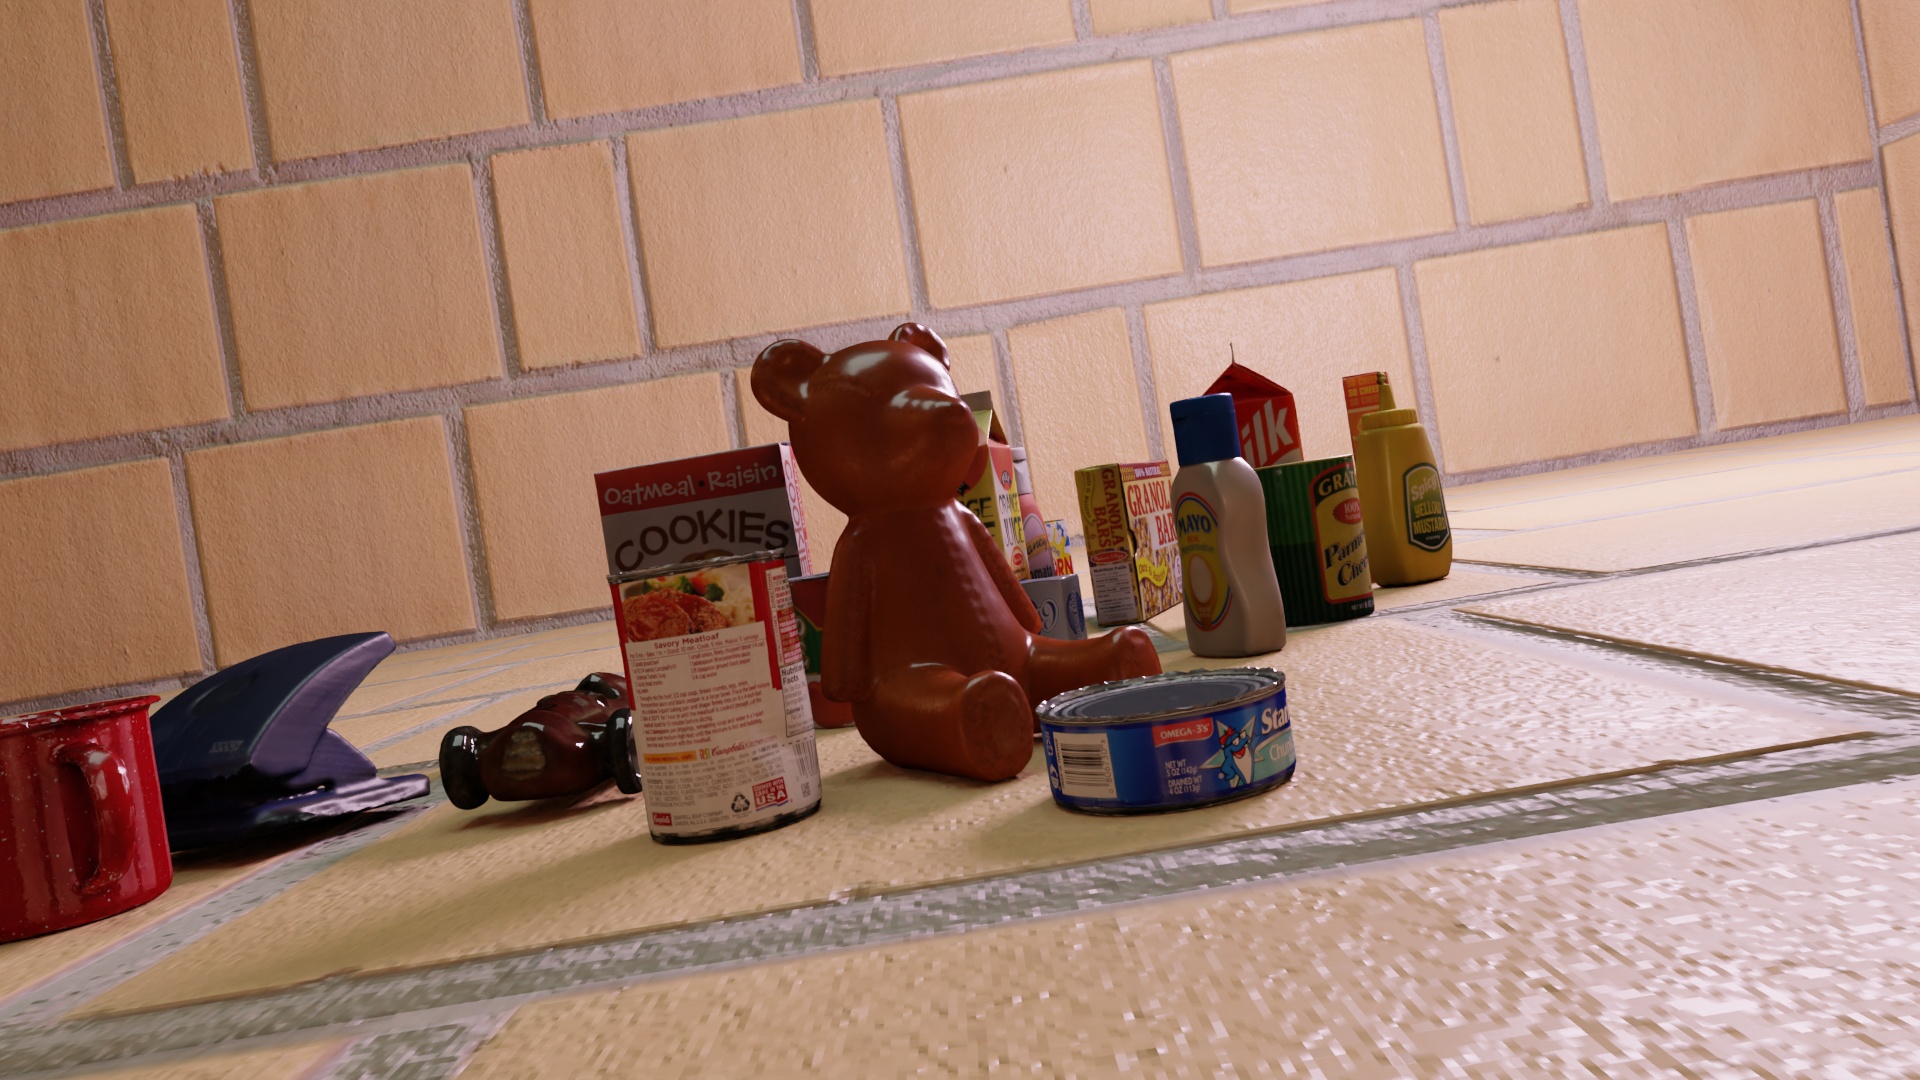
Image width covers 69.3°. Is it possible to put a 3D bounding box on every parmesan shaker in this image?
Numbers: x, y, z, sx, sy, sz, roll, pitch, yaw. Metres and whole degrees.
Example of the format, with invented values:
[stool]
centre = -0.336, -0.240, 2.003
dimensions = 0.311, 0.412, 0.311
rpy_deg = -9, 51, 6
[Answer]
[parmesan shaker]
centre = 0.229, -0.001, 0.897
dimensions = 0.071, 0.103, 0.071
rpy_deg = -9, 1, 0

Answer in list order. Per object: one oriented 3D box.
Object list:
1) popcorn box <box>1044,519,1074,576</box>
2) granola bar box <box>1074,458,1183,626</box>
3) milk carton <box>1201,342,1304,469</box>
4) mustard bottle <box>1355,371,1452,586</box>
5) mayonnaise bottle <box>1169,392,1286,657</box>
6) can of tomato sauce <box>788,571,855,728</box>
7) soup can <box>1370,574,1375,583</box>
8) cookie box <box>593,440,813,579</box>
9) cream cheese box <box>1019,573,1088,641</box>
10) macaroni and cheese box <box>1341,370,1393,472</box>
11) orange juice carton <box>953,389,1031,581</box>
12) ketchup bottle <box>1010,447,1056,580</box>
[popcorn box]
centre = 0.056, 0.030, 1.224
dimensions = 0.038, 0.085, 0.127
rpy_deg = -9, 1, 31
[granola bar box]
centre = 0.143, -0.002, 1.133
dimensions = 0.039, 0.124, 0.166
rpy_deg = -9, 1, 22
[milk carton]
centre = 0.204, -0.042, 0.972
dimensions = 0.073, 0.190, 0.072
rpy_deg = -9, 0, 11
[mustard bottle]
centre = 0.325, -0.047, 1.034
dimensions = 0.065, 0.160, 0.048
rpy_deg = -9, 1, -34
[mayonnaise bottle]
centre = 0.148, -0.009, 0.795
dimensions = 0.041, 0.148, 0.064
rpy_deg = -9, 1, -27
[can of tomato sauce]
centre = -0.061, 0.058, 0.773
dimensions = 0.071, 0.083, 0.071
rpy_deg = -9, 1, 0
[soup can]
centre = 0.313, -0.008, 1.115
dimensions = 0.071, 0.083, 0.071
rpy_deg = -9, 1, 0
[cookie box]
centre = -0.157, 0.028, 0.887
dimensions = 0.123, 0.167, 0.040
rpy_deg = -9, 0, 5
[cream cheese box]
centre = 0.036, 0.054, 0.935
dimensions = 0.103, 0.053, 0.024
rpy_deg = -8, 1, 38
[macaroni and cheese box]
centre = 0.362, -0.060, 1.197
dimensions = 0.040, 0.166, 0.124
rpy_deg = -9, 1, 17
[orange juice carton]
centre = 0.004, -0.013, 1.037
dimensions = 0.072, 0.192, 0.073
rpy_deg = -9, 0, 15
[ketchup bottle]
centre = 0.044, 0.002, 1.105
dimensions = 0.043, 0.148, 0.065
rpy_deg = -9, 1, 42
